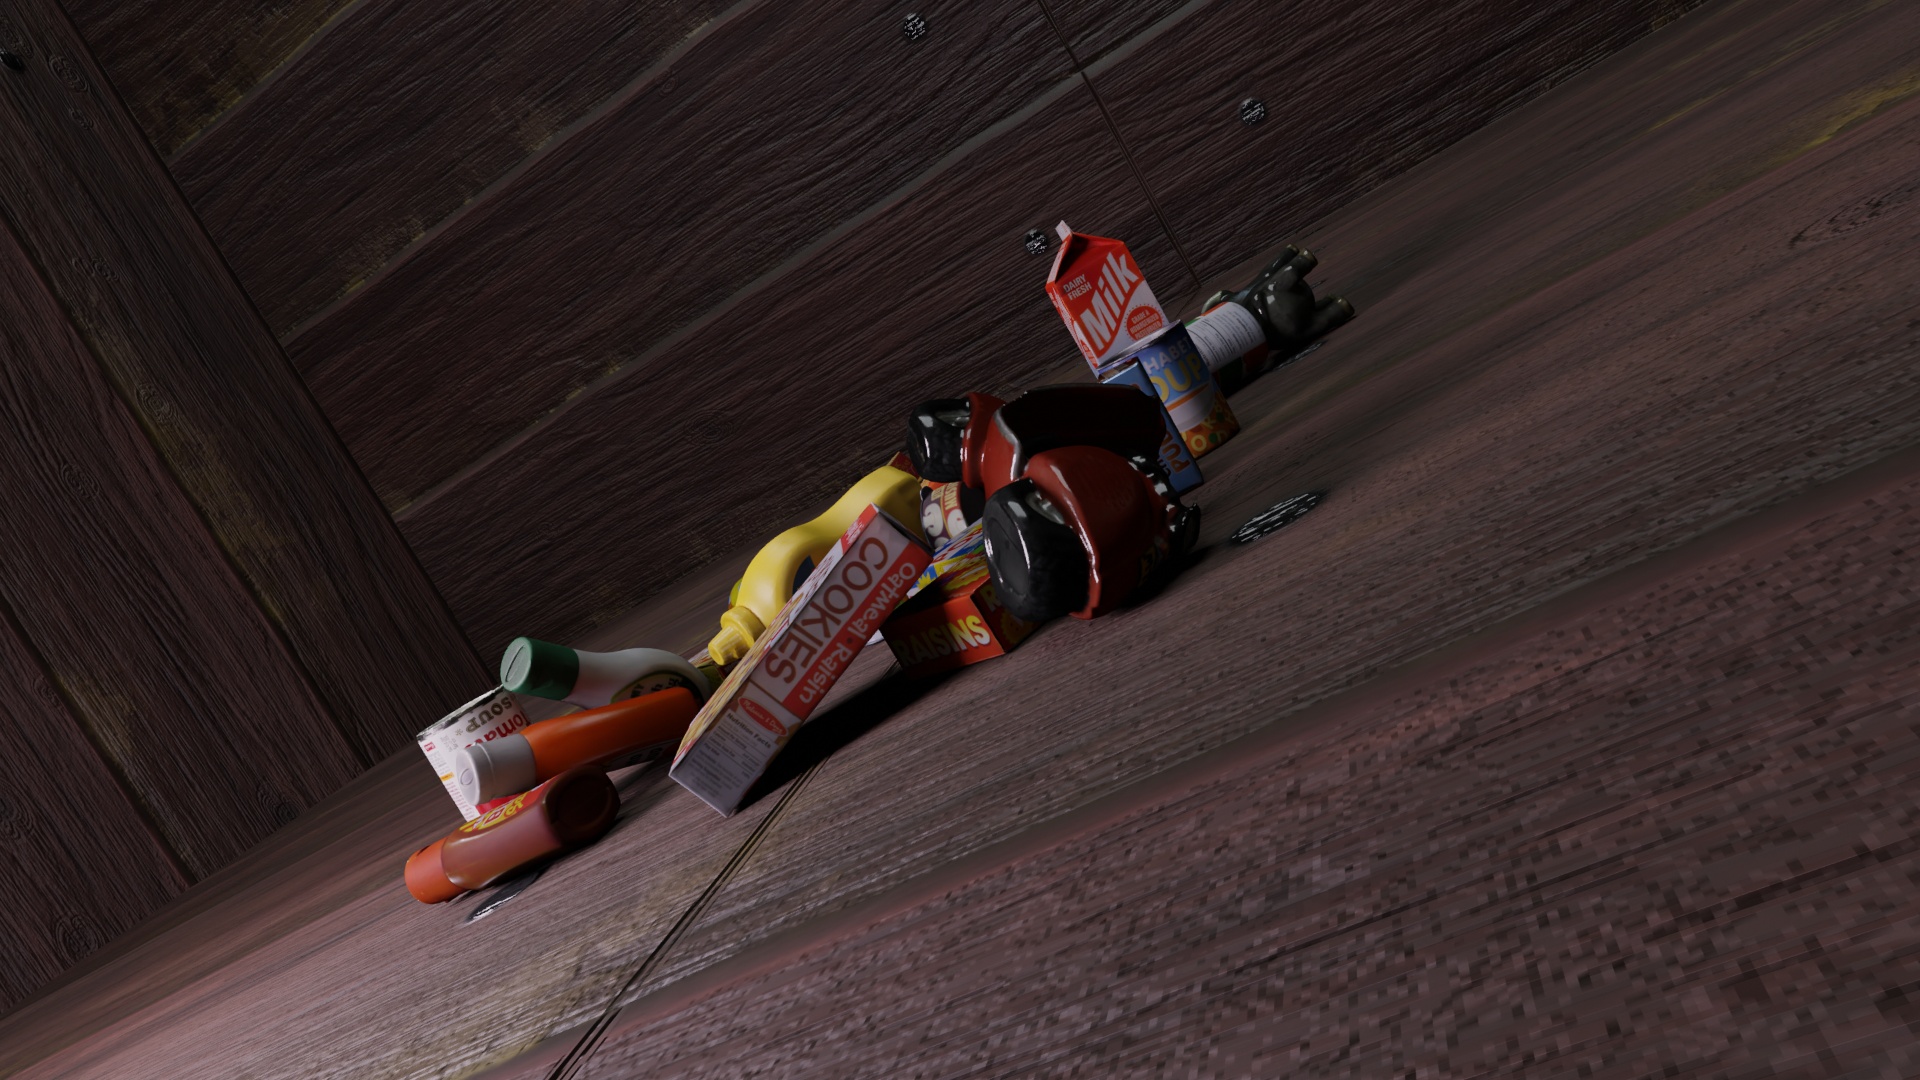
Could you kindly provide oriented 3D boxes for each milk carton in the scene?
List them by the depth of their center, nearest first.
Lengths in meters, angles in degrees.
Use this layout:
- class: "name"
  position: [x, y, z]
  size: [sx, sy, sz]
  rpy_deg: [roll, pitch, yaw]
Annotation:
- class: "milk carton"
  position: [0.135, -0.195, 1.220]
  size: [0.073, 0.190, 0.072]
  rpy_deg: [-31, 6, 1]

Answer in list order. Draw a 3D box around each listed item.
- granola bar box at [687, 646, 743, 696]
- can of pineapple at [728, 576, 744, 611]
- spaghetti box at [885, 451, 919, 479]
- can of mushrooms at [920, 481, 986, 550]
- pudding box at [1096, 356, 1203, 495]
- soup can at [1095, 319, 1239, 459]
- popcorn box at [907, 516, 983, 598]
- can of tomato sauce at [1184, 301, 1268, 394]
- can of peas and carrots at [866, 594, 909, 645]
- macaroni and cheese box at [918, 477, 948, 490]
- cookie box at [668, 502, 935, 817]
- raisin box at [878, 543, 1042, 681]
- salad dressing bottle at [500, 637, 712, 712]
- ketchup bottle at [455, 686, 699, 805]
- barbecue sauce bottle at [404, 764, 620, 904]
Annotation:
- class: "granola bar box"
  position: [-0.140, 0.073, 1.082]
  size: [0.166, 0.039, 0.124]
  rpy_deg: [-35, 8, -32]
- class: "can of pineapple"
  position: [-0.158, 0.055, 1.185]
  size: [0.071, 0.071, 0.057]
  rpy_deg: [-35, 7, -32]
- class: "spaghetti box"
  position: [-0.111, 0.005, 1.237]
  size: [0.249, 0.028, 0.050]
  rpy_deg: [-43, 10, 47]
- class: "can of mushrooms"
  position: [0.003, -0.012, 0.960]
  size: [0.033, 0.071, 0.071]
  rpy_deg: [-25, 8, 28]
- class: "pudding box"
  position: [0.114, -0.068, 0.840]
  size: [0.030, 0.083, 0.050]
  rpy_deg: [-29, 6, 12]
- class: "soup can"
  position: [0.140, -0.097, 0.936]
  size: [0.071, 0.083, 0.071]
  rpy_deg: [-30, 7, 4]
- class: "popcorn box"
  position: [0.034, 0.001, 0.876]
  size: [0.127, 0.038, 0.085]
  rpy_deg: [-35, 8, -33]
- class: "can of tomato sauce"
  position: [0.199, -0.147, 1.135]
  size: [0.083, 0.071, 0.071]
  rpy_deg: [-32, 7, -19]
- class: "can of peas and carrots"
  position: [-0.053, 0.029, 0.947]
  size: [0.071, 0.058, 0.071]
  rpy_deg: [-30, 7, 4]
- class: "macaroni and cheese box"
  position: [-0.020, -0.037, 1.176]
  size: [0.123, 0.040, 0.167]
  rpy_deg: [-47, 8, 16]
- class: "cookie box"
  position: [-0.082, 0.057, 0.741]
  size: [0.167, 0.040, 0.123]
  rpy_deg: [-51, 7, -1]
- class: "raisin box"
  position: [0.026, 0.022, 0.749]
  size: [0.124, 0.040, 0.086]
  rpy_deg: [-37, 10, -39]
- class: "salad dressing bottle"
  position: [-0.242, 0.099, 0.955]
  size: [0.044, 0.147, 0.064]
  rpy_deg: [37, 101, 45]
- class: "ketchup bottle"
  position: [-0.245, 0.132, 0.893]
  size: [0.149, 0.043, 0.064]
  rpy_deg: [-12, -15, -38]
- class: "barbecue sauce bottle"
  position: [-0.279, 0.184, 0.849]
  size: [0.148, 0.043, 0.065]
  rpy_deg: [-27, 3, 27]
